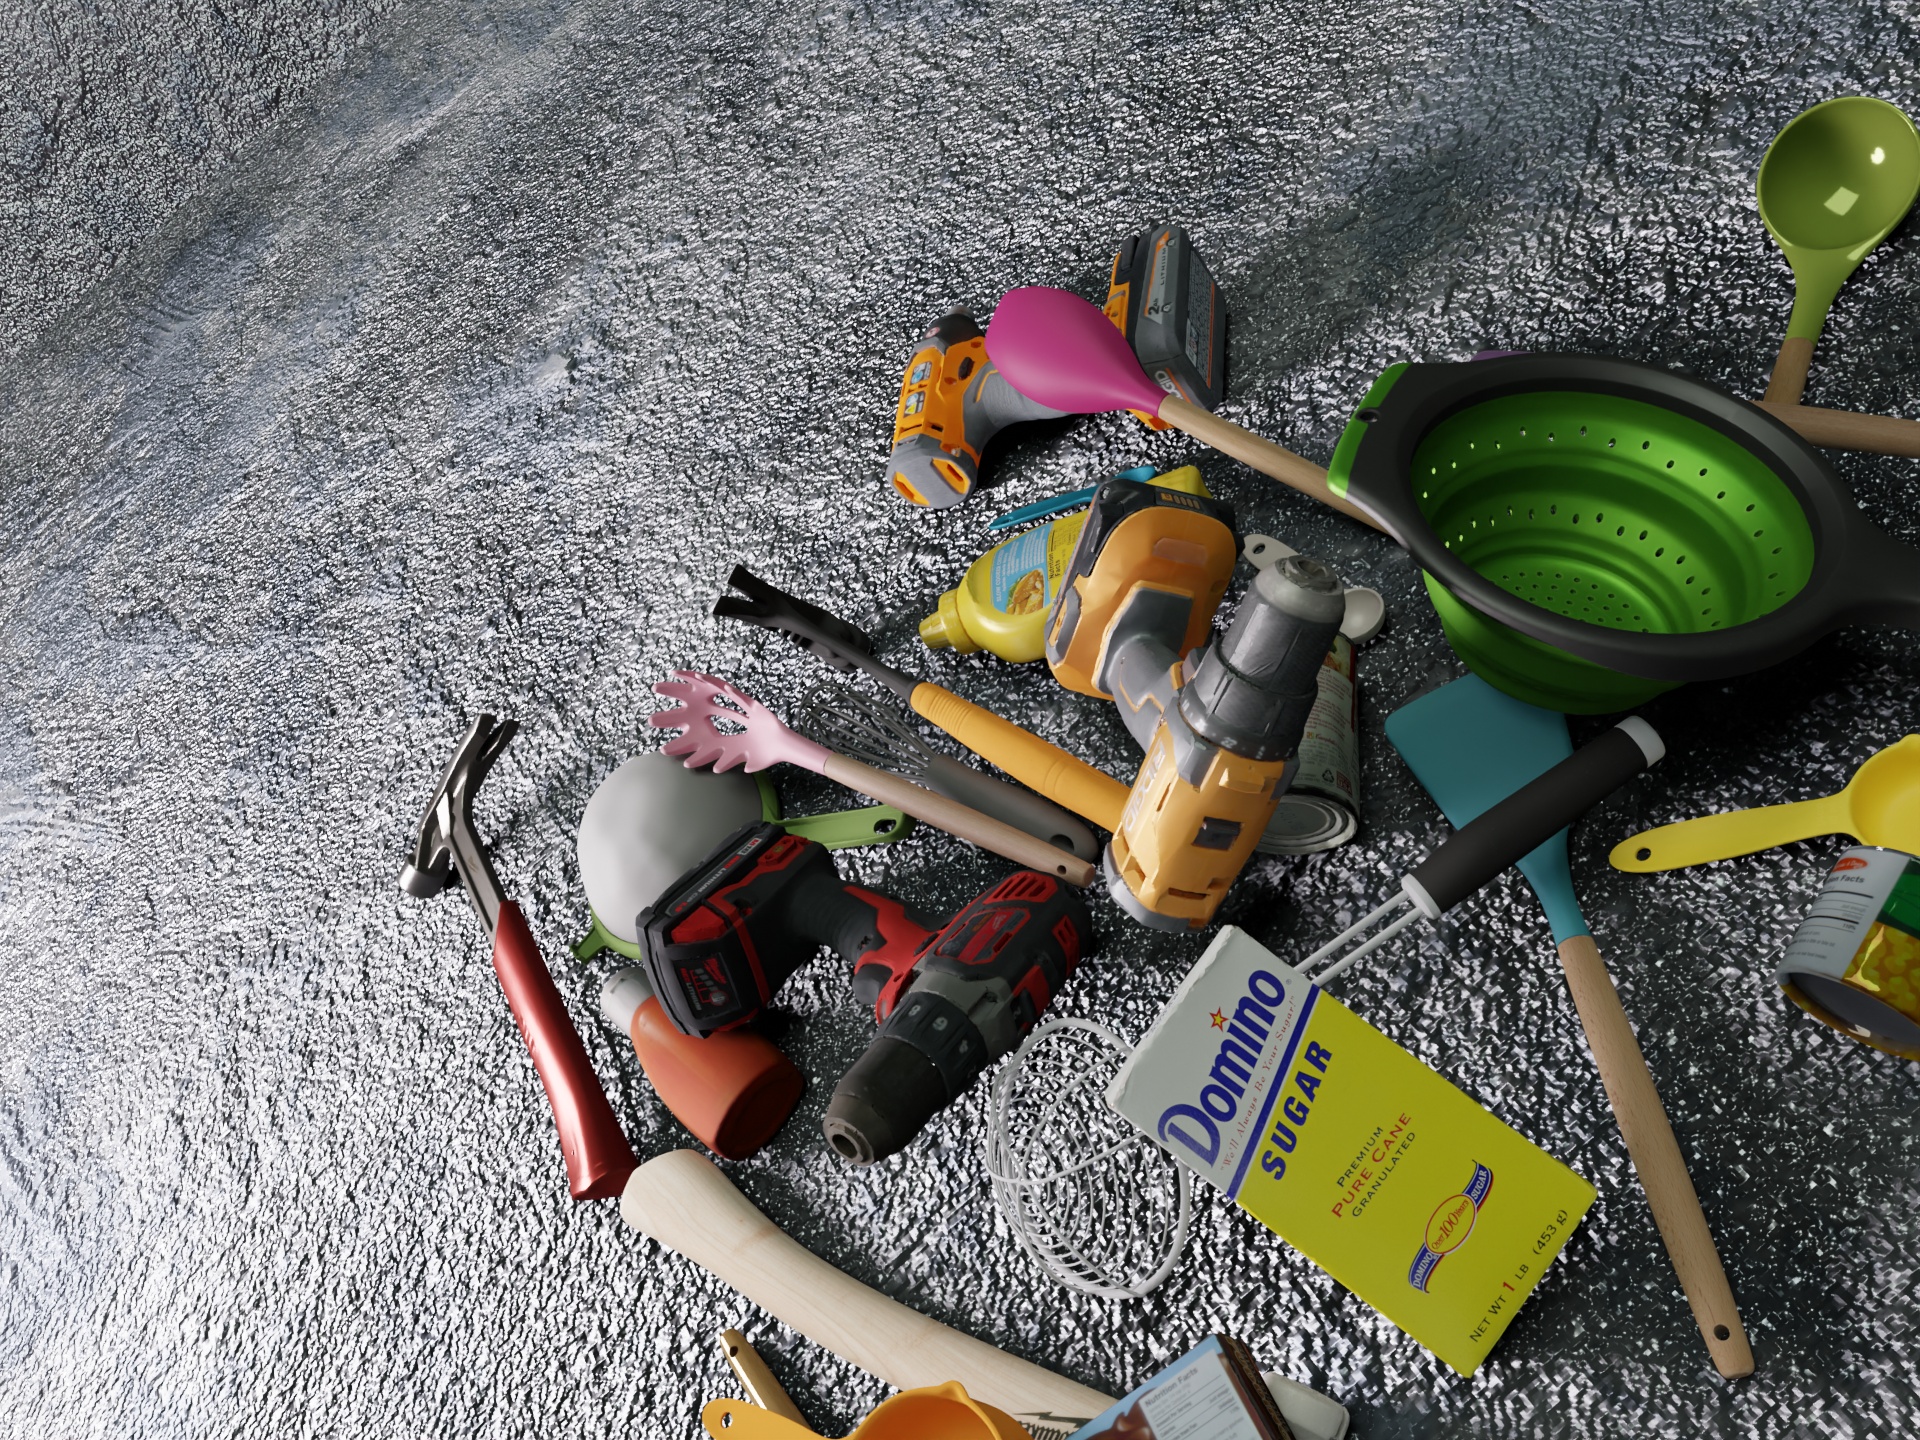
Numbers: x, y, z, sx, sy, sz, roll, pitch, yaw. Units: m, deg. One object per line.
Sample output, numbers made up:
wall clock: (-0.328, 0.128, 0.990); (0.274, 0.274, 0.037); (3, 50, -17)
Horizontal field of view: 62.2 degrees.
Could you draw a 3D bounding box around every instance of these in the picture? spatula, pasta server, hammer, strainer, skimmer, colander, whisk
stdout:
spatula: (0.360, -0.152, 0.790); (0.060, 0.018, 0.316); (-53, 33, -6)
spatula: (0.268, 0.115, 0.683); (0.082, 0.044, 0.318); (-26, 49, 22)
pasta server: (-0.059, 0.036, 0.922); (0.316, 0.040, 0.060); (22, 109, 33)
hammer: (-0.274, 0.152, 1.008); (0.149, 0.036, 0.359); (-57, 45, 18)
hammer: (-0.028, 0.307, 0.753); (0.411, 0.038, 0.146); (12, 68, 40)
strainer: (-0.149, 0.064, 0.984); (0.256, 0.069, 0.152); (-9, 54, 31)
skimmer: (0.162, 0.124, 0.724); (0.363, 0.090, 0.127); (-36, 57, 3)
colander: (0.354, -0.043, 0.692); (0.397, 0.094, 0.205); (21, 51, 18)
hammer: (-0.001, -0.003, 0.912); (0.337, 0.127, 0.034); (30, 93, 37)
whisk: (-0.013, 0.034, 0.934); (0.239, 0.055, 0.055); (25, 75, 38)

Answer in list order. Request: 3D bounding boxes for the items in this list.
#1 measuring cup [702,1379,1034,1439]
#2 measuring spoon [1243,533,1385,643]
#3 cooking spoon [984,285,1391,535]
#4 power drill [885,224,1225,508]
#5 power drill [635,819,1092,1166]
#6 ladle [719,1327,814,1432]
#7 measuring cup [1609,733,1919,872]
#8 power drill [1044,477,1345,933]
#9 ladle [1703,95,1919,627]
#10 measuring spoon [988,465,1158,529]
measuring cup: (-0.037, 0.327, 0.687); (0.174, 0.052, 0.095); (1, 63, 38)
measuring spoon: (0.196, -0.075, 0.892); (0.034, 0.018, 0.124); (-42, 39, 1)
cooking spoon: (0.140, -0.173, 0.926); (0.319, 0.017, 0.068); (33, 112, 25)
power drill: (0.058, -0.242, 1.059); (0.226, 0.084, 0.164); (-14, 52, 31)
power drill: (-0.065, 0.137, 0.829); (0.227, 0.080, 0.188); (7, 35, 36)
ladle: (-0.031, 0.381, 0.709); (0.069, 0.031, 0.316); (-48, 44, -6)
measuring cup: (0.362, 0.050, 0.685); (0.156, 0.029, 0.062); (-18, 50, 39)
power drill: (0.111, -0.036, 0.770); (0.226, 0.084, 0.185); (-99, 24, -54)
ladle: (0.406, -0.172, 0.787); (0.078, 0.062, 0.320); (10, 68, 40)
measuring spoon: (0.073, -0.133, 1.015); (0.128, 0.021, 0.042); (-12, 28, 38)
